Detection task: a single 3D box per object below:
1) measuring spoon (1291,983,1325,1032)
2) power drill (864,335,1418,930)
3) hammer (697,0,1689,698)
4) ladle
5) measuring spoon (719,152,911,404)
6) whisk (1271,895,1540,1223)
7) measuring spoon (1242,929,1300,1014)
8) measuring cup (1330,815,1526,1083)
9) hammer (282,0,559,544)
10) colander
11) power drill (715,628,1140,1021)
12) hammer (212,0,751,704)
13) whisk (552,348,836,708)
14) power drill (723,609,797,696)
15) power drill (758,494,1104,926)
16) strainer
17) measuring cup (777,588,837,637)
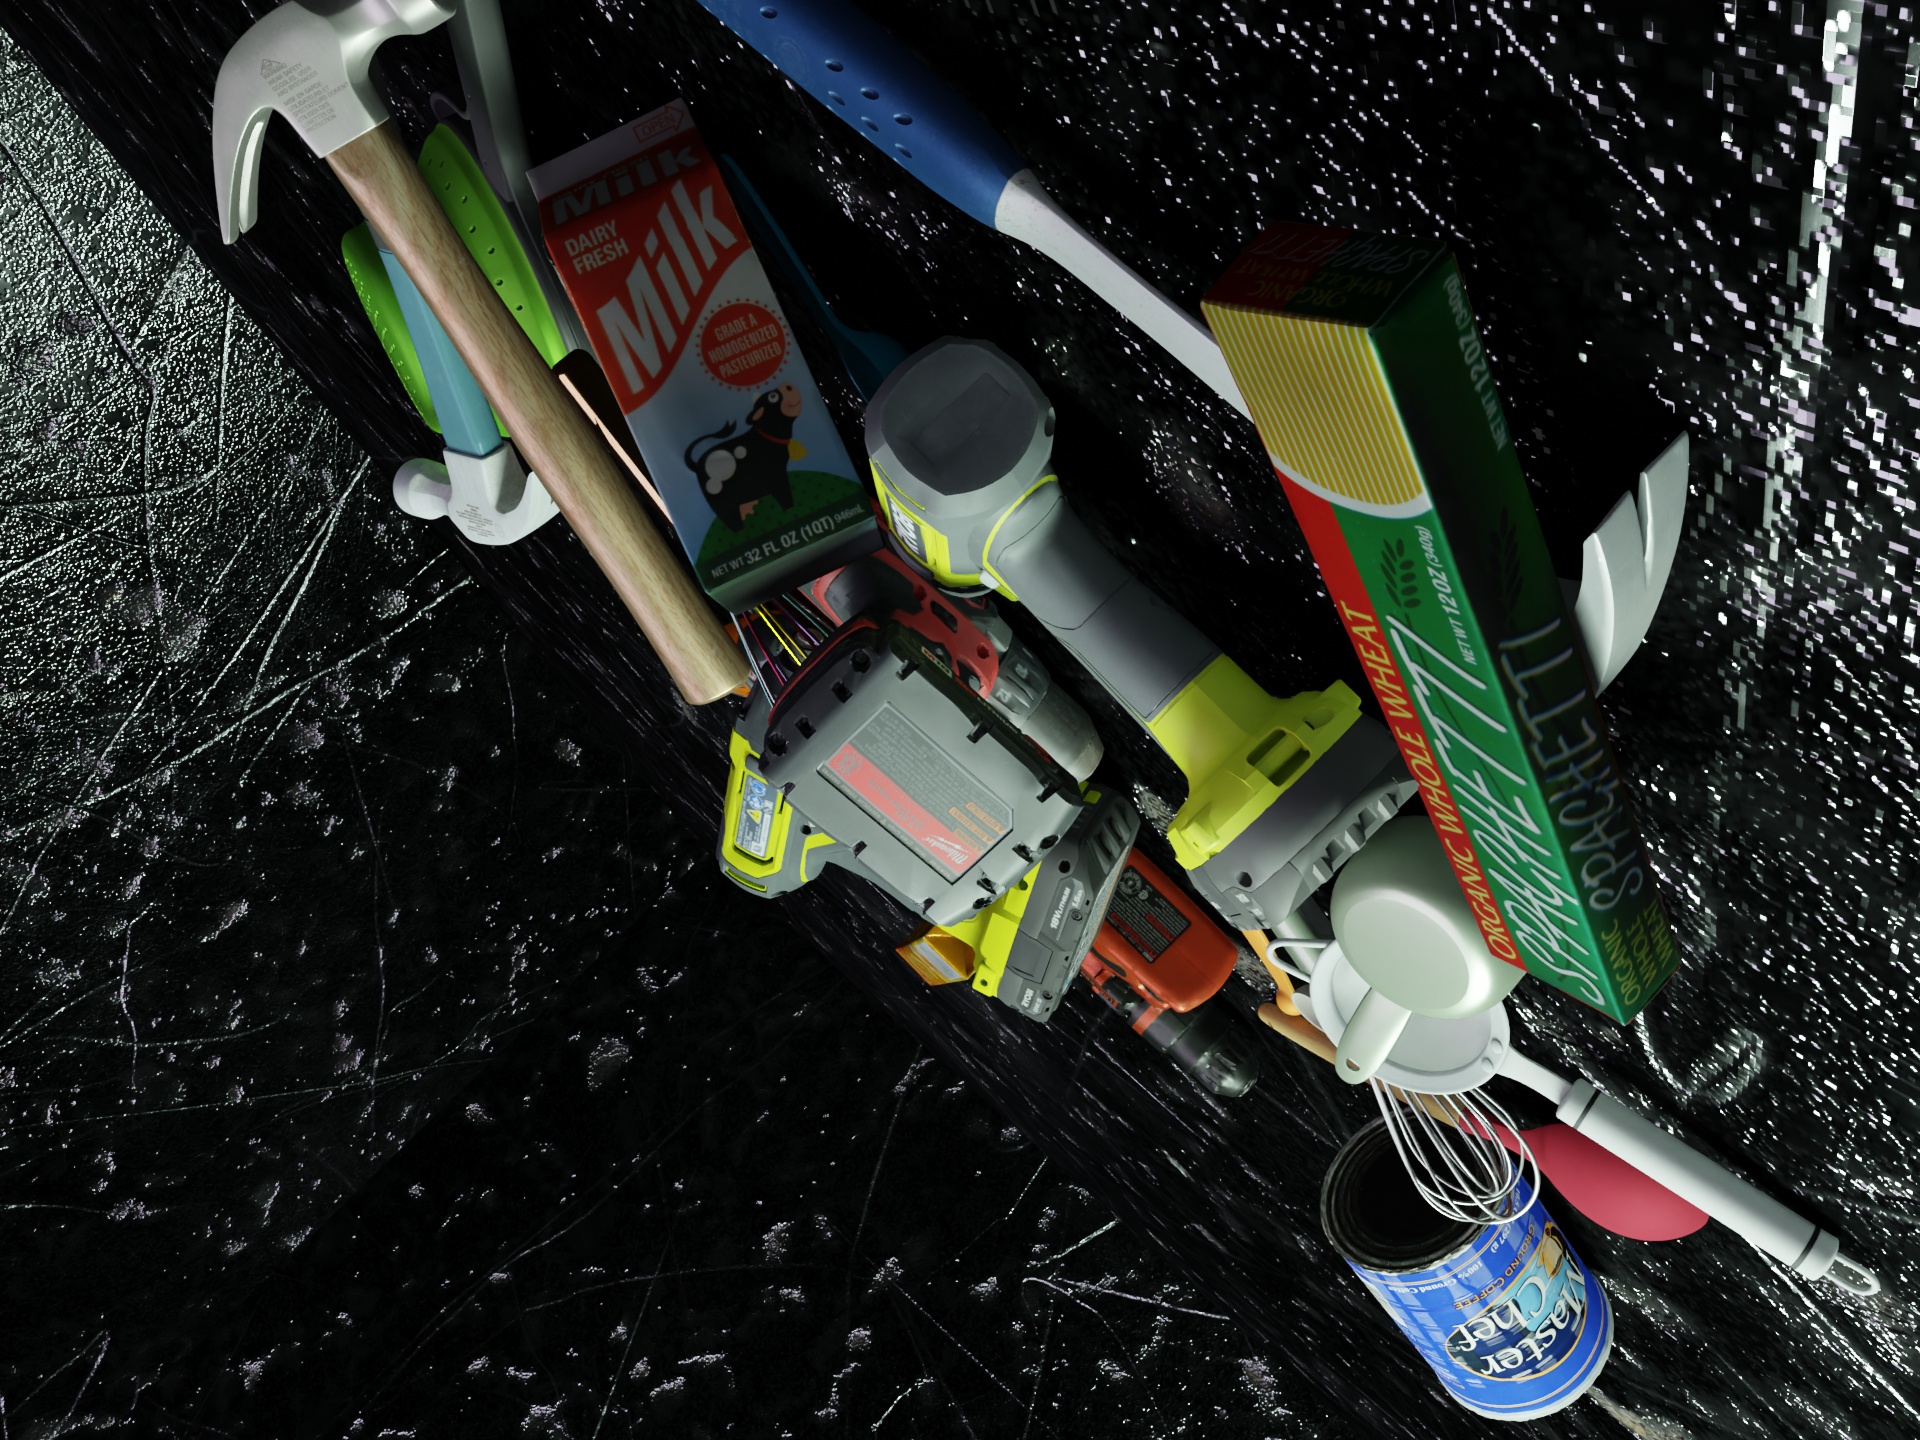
[{"bbox_3d":[0.212,0.147,0.806,0.034,0.018,0.124,48,159,-11],"label":"measuring spoon"},{"bbox_3d":[0.056,-0.029,0.610,0.228,0.080,0.190,46,175,7],"label":"power drill"},{"bbox_3d":[0.024,-0.145,0.450,0.405,0.035,0.144,43,166,11],"label":"hammer"},{"bbox_3d":[0.244,0.193,0.815,0.069,0.031,0.315,55,166,-19],"label":"ladle"},{"bbox_3d":[-0.053,-0.177,0.640,0.128,0.021,0.042,56,168,-5],"label":"measuring spoon"},{"bbox_3d":[0.182,0.129,0.731,0.059,0.058,0.246,-35,91,34],"label":"whisk"},{"bbox_3d":[0.165,0.130,0.885,0.021,0.011,0.116,27,158,52],"label":"measuring spoon"},{"bbox_3d":[0.170,0.108,0.629,0.083,0.038,0.167,35,141,22],"label":"measuring cup"},{"bbox_3d":[-0.249,-0.222,0.694,0.128,0.033,0.330,18,135,31],"label":"hammer"},{"bbox_3d":[-0.251,-0.247,0.763,0.205,0.094,0.397,58,164,15],"label":"colander"},{"bbox_3d":[-0.025,0.056,0.874,0.223,0.080,0.171,25,128,13],"label":"power drill"},{"bbox_3d":[-0.189,-0.141,0.679,0.331,0.130,0.031,60,-163,-27],"label":"hammer"},{"bbox_3d":[-0.115,-0.074,0.773,0.244,0.051,0.047,53,-161,-19],"label":"whisk"},{"bbox_3d":[-0.089,0.016,1.165,0.226,0.084,0.164,52,165,-11],"label":"power drill"},{"bbox_3d":[-0.001,-0.002,0.718,0.187,0.080,0.227,41,-163,-17],"label":"power drill"},{"bbox_3d":[0.247,0.153,0.655,0.259,0.050,0.086,33,133,25],"label":"strainer"},{"bbox_3d":[-0.087,-0.086,0.920,0.174,0.052,0.095,32,161,49],"label":"measuring cup"}]
